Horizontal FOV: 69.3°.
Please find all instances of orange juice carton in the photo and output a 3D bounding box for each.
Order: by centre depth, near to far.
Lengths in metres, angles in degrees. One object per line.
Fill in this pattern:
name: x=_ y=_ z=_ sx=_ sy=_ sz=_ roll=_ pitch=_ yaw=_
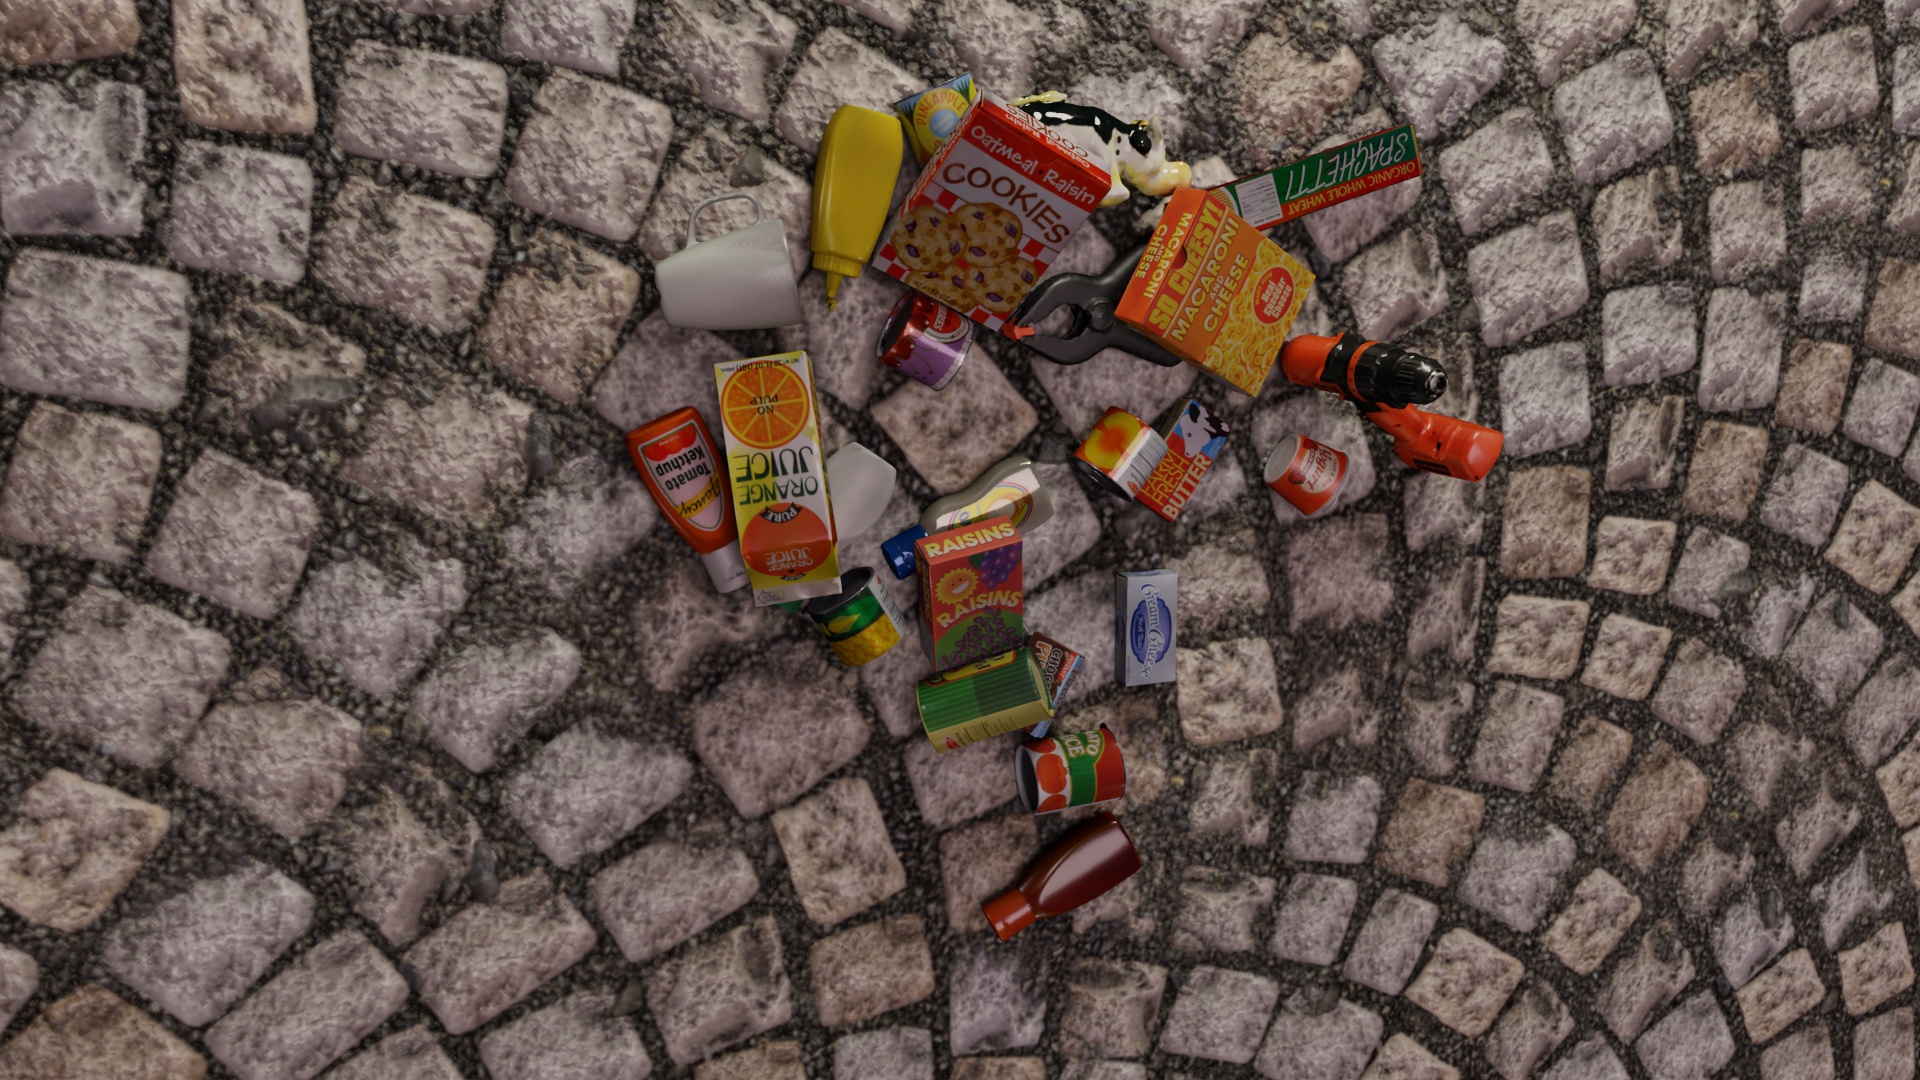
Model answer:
orange juice carton: x=-0.141 y=-0.048 z=1.096 sx=0.072 sy=0.073 sz=0.192 roll=-8 pitch=90 yaw=-1

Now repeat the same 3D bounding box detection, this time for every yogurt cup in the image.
yogurt cup: x=0.317 y=-0.063 z=1.280 sx=0.054 sy=0.072 sz=0.072 roll=29 pitch=90 yaw=-13

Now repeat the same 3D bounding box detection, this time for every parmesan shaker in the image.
parmesan shaker: x=0.022 y=0.137 z=1.198 sx=0.103 sy=0.071 sz=0.071 roll=-19 pitch=107 yaw=10

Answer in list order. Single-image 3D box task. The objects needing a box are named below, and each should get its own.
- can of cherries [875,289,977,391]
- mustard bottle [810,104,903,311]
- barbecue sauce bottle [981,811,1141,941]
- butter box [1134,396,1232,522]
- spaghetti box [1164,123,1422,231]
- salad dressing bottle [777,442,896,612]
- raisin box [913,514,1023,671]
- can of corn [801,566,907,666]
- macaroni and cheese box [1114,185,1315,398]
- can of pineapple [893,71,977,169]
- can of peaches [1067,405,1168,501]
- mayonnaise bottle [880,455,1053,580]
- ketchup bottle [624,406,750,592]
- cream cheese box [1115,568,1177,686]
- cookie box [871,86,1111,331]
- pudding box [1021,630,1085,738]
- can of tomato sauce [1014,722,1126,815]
can of cherries: x=-0.028 y=-0.167 z=1.142 sx=0.058 sy=0.071 sz=0.071 roll=27 pitch=91 yaw=-20
mustard bottle: x=-0.091 y=-0.264 z=1.115 sx=0.065 sy=0.049 sz=0.160 roll=12 pitch=96 yaw=-20
barbecue sauce bottle: x=0.091 y=0.314 z=1.281 sx=0.149 sy=0.044 sz=0.064 roll=-31 pitch=107 yaw=-10
butter box: x=0.196 y=-0.073 z=1.258 sx=0.053 sy=0.024 sz=0.103 roll=33 pitch=88 yaw=-20
spaghetti box: x=0.302 y=-0.316 z=1.248 sx=0.251 sy=0.029 sz=0.050 roll=-21 pitch=106 yaw=-14
salad dressing bottle: x=-0.112 y=-0.010 z=1.156 sx=0.064 sy=0.044 sz=0.147 roll=35 pitch=89 yaw=-16
raisin box: x=0.009 y=0.045 z=1.182 sx=0.086 sy=0.040 sz=0.122 roll=-15 pitch=131 yaw=-14
can of corn: x=-0.088 y=0.065 z=1.166 sx=0.071 sy=0.071 sz=0.058 roll=-35 pitch=109 yaw=-10
macaroni and cheese box: x=0.223 y=-0.212 z=1.201 sx=0.166 sy=0.040 sz=0.123 roll=23 pitch=94 yaw=-40
can of pineapple: x=-0.013 y=-0.337 z=1.117 sx=0.071 sy=0.071 sz=0.057 roll=-27 pitch=107 yaw=-12
can of peaches: x=0.138 y=-0.077 z=1.217 sx=0.071 sy=0.071 sz=0.058 roll=38 pitch=87 yaw=-20
mayonnaise bottle: x=0.004 y=-0.015 z=1.195 sx=0.148 sy=0.041 sz=0.064 roll=-28 pitch=110 yaw=-11
ketchup bottle: x=-0.211 y=-0.030 z=1.120 sx=0.065 sy=0.043 sz=0.148 roll=-27 pitch=107 yaw=-13
cream cheese box: x=0.171 y=0.079 z=1.276 sx=0.053 sy=0.024 sz=0.103 roll=-4 pitch=101 yaw=-19
cookie box: x=0.023 y=-0.259 z=1.108 sx=0.123 sy=0.040 sz=0.166 roll=25 pitch=131 yaw=-20
pudding box: x=0.070 y=0.129 z=1.236 sx=0.050 sy=0.030 sz=0.083 roll=29 pitch=90 yaw=18
can of tomato sauce: x=0.098 y=0.206 z=1.252 sx=0.083 sy=0.071 sz=0.071 roll=-8 pitch=102 yaw=-16
